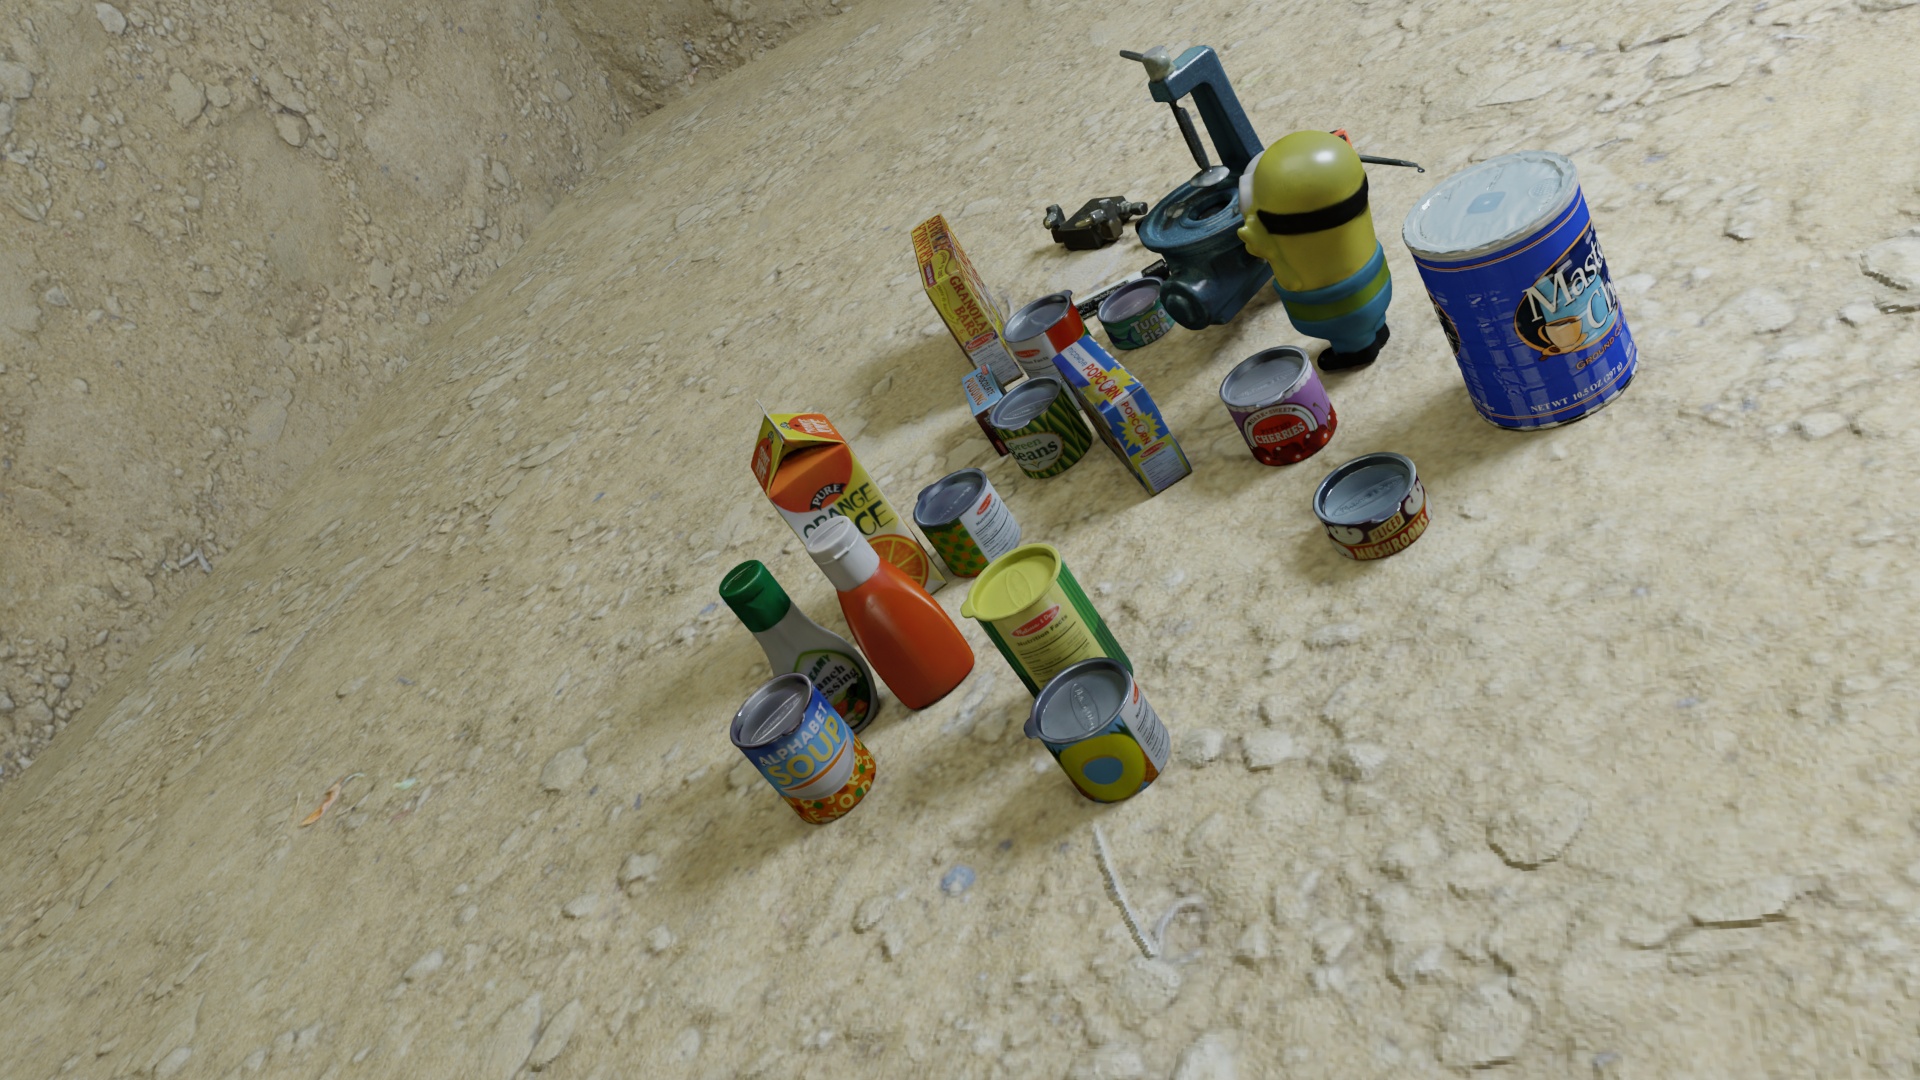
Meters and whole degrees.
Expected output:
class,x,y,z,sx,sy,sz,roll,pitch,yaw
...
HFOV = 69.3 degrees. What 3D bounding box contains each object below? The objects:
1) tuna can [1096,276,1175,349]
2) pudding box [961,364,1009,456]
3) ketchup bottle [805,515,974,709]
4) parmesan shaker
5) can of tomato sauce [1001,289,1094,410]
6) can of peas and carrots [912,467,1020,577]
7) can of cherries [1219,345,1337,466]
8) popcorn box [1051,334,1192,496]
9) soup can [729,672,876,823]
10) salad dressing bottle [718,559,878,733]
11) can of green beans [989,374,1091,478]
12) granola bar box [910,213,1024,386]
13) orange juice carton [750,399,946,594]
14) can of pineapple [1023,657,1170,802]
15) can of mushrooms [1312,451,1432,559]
class,x,y,z,sx,sy,sz,roll,pitch,yaw
tuna can,0.158,-0.200,1.229,0.071,0.032,0.071,-25,31,16
pudding box,0.029,-0.116,1.218,0.030,0.049,0.084,-30,30,9
ketchup bottle,-0.052,0.048,0.962,0.065,0.148,0.043,-37,29,-3
parmesan shaker,0.056,0.062,0.879,0.071,0.102,0.072,-25,31,17
can of tomato sauce,0.086,-0.161,1.195,0.071,0.083,0.071,-25,31,17
can of peas and carrots,0.004,-0.014,1.087,0.071,0.058,0.071,-25,31,16
can of cherries,0.225,-0.093,0.980,0.071,0.058,0.072,-25,31,16
popcorn box,0.122,-0.098,1.064,0.038,0.085,0.127,-34,29,2
soup can,-0.105,0.143,0.944,0.071,0.083,0.072,-25,31,17
salad dressing bottle,-0.115,0.077,0.984,0.064,0.147,0.044,-39,30,-7
can of green beans,0.066,-0.093,1.140,0.071,0.057,0.071,-25,31,16
granola bar box,0.004,-0.230,1.336,0.039,0.124,0.166,-29,30,10
orange juice carton,-0.097,-0.027,1.072,0.073,0.192,0.072,-36,29,-2
can of pineapple,0.082,0.113,0.825,0.071,0.057,0.071,-25,31,16
can of mushrooms,0.258,-0.020,0.866,0.071,0.033,0.071,-25,31,16
